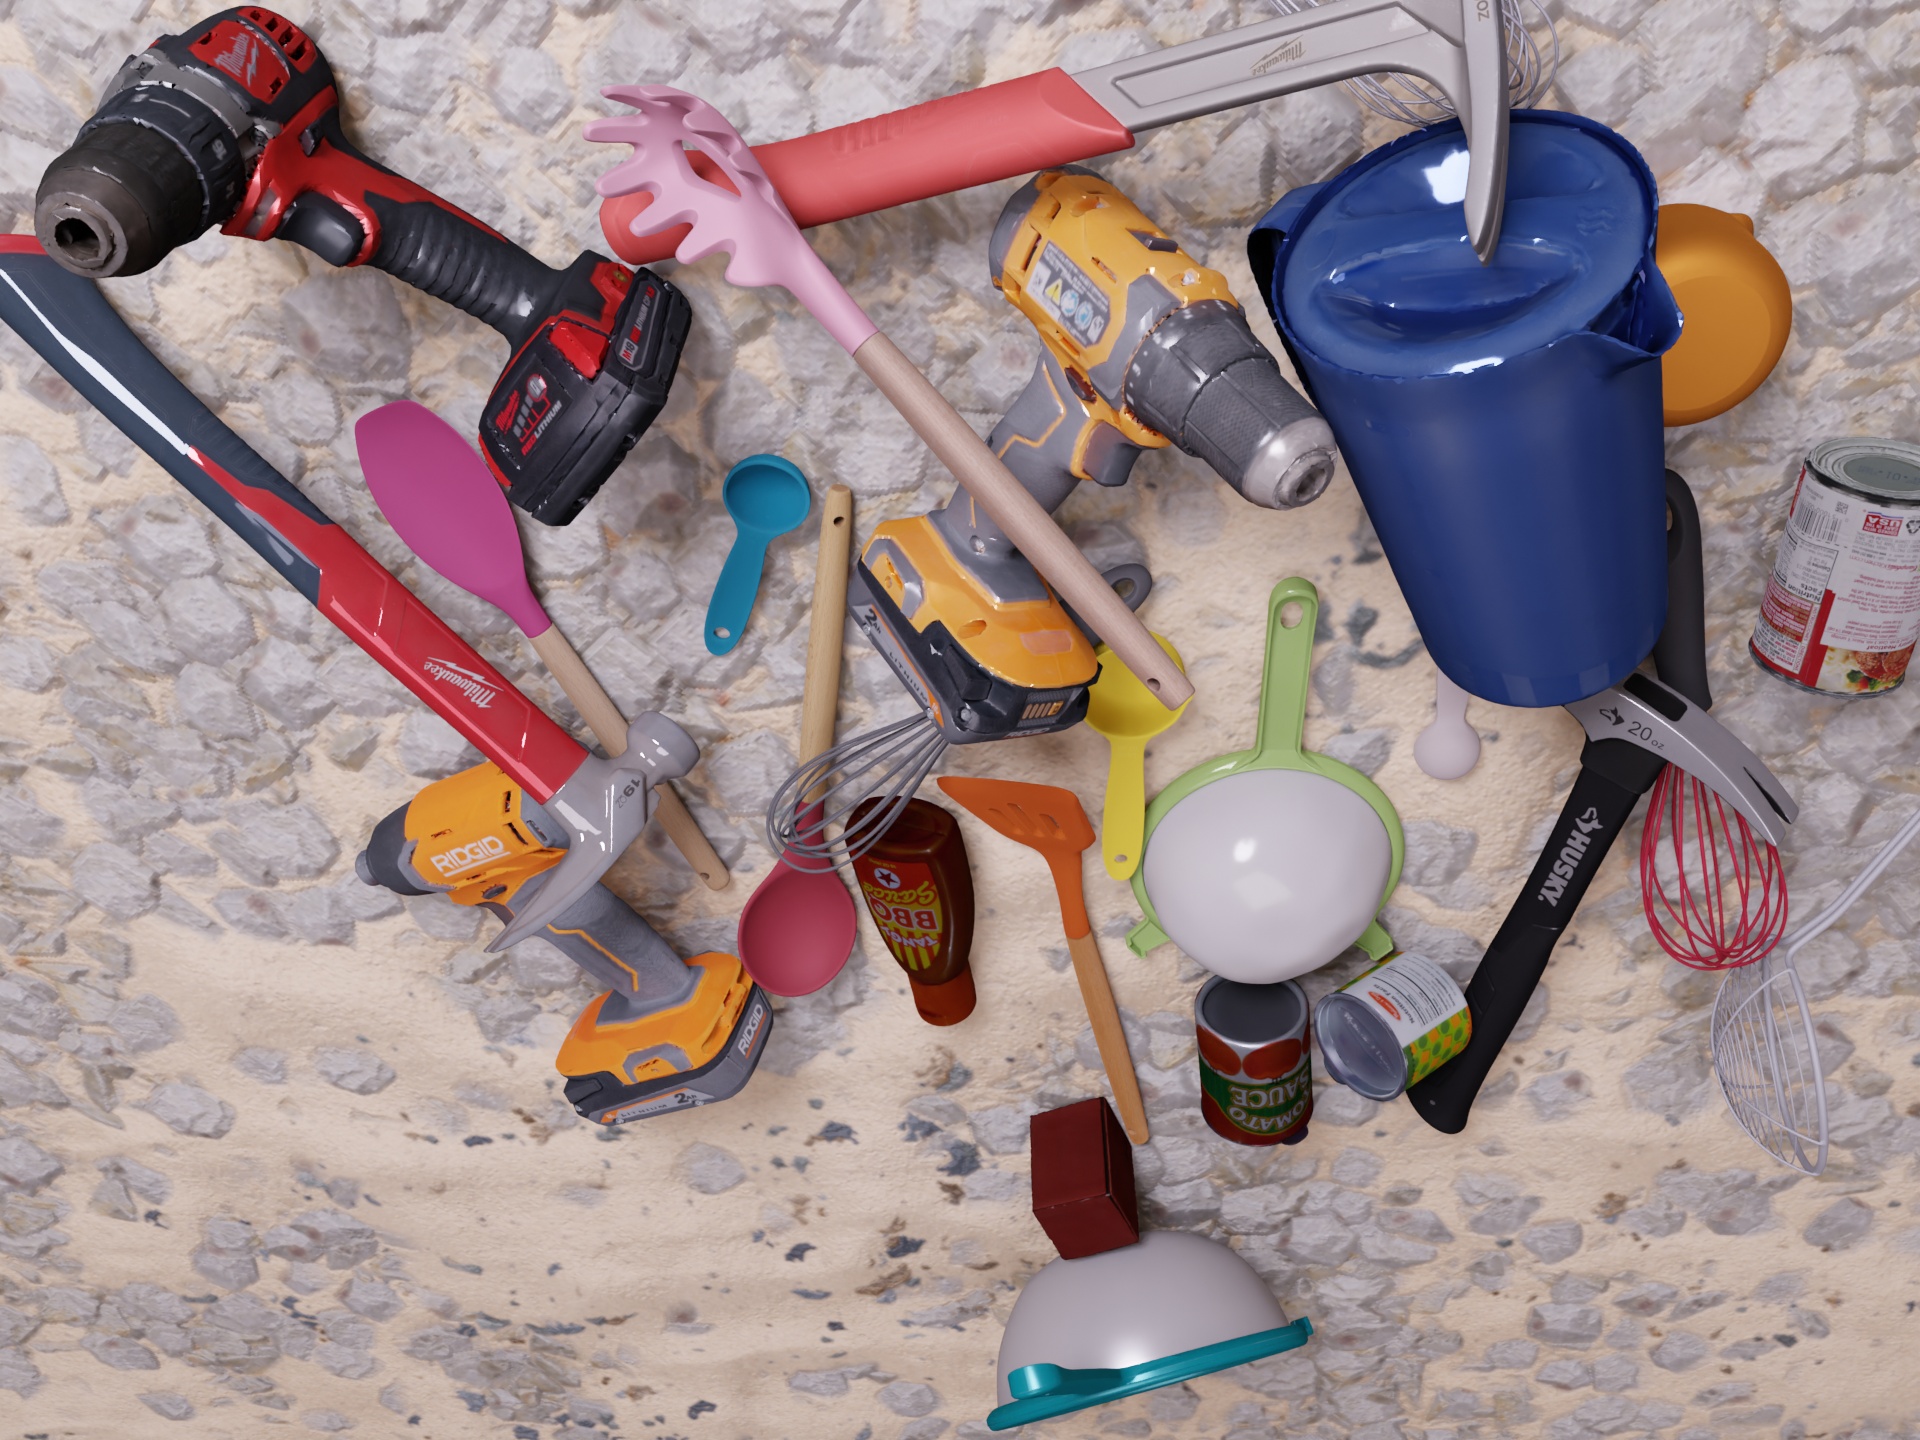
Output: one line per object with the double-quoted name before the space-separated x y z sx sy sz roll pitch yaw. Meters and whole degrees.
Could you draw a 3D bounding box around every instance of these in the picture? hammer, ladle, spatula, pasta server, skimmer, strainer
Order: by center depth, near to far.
"hammer" 0.017 -0.214 0.601 0.359 0.036 0.149 -5 88 26
"pasta server" -0.022 -0.121 0.611 0.316 0.040 0.060 48 140 -1
"hammer" -0.306 -0.062 0.738 0.386 0.143 0.038 45 156 -15
"skimmer" 0.506 0.075 0.811 0.090 0.127 0.363 30 114 2
"strainer" 0.166 0.050 0.825 0.151 0.069 0.256 0 126 3
"ladle" -0.078 0.020 0.844 0.069 0.031 0.315 -3 124 -17
"hammer" 0.312 0.115 0.855 0.146 0.035 0.334 33 136 25
"spatula" 0.068 0.144 0.913 0.081 0.041 0.322 4 130 29
"strainer" 0.086 0.362 0.970 0.211 0.095 0.340 -22 154 14

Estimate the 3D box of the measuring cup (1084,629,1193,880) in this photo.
"measuring cup" 0.087 0.019 0.835 0.062 0.029 0.156 1 127 3

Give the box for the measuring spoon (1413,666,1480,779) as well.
"measuring spoon" 0.251 -0.019 0.804 0.034 0.018 0.124 -2 124 5

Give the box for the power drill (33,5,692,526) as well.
"power drill" -0.227 -0.175 0.625 0.226 0.188 0.080 33 121 -23

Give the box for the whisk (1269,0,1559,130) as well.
"whisk" 0.099 -0.304 0.596 0.284 0.070 0.070 27 122 -9

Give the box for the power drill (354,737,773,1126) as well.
"power drill" -0.225 0.122 0.890 0.164 0.084 0.226 -18 118 26

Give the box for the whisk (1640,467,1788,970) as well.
"whisk" 0.366 0.008 0.795 0.073 0.073 0.295 -14 117 13

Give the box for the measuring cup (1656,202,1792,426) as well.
"measuring cup" 0.271 -0.190 0.662 0.173 0.052 0.095 32 121 -20

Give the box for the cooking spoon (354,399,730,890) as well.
"cooking spoon" -0.204 -0.027 0.824 0.069 0.017 0.318 -15 122 23

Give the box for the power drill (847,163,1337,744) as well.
"power drill" 0.051 -0.091 0.673 0.084 0.186 0.226 -7 137 -40

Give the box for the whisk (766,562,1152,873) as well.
"whisk" -0.001 -0.002 0.800 0.239 0.055 0.055 -37 116 12

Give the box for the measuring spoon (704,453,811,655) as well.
"measuring spoon" -0.105 -0.082 0.785 0.042 0.021 0.128 18 133 -10
